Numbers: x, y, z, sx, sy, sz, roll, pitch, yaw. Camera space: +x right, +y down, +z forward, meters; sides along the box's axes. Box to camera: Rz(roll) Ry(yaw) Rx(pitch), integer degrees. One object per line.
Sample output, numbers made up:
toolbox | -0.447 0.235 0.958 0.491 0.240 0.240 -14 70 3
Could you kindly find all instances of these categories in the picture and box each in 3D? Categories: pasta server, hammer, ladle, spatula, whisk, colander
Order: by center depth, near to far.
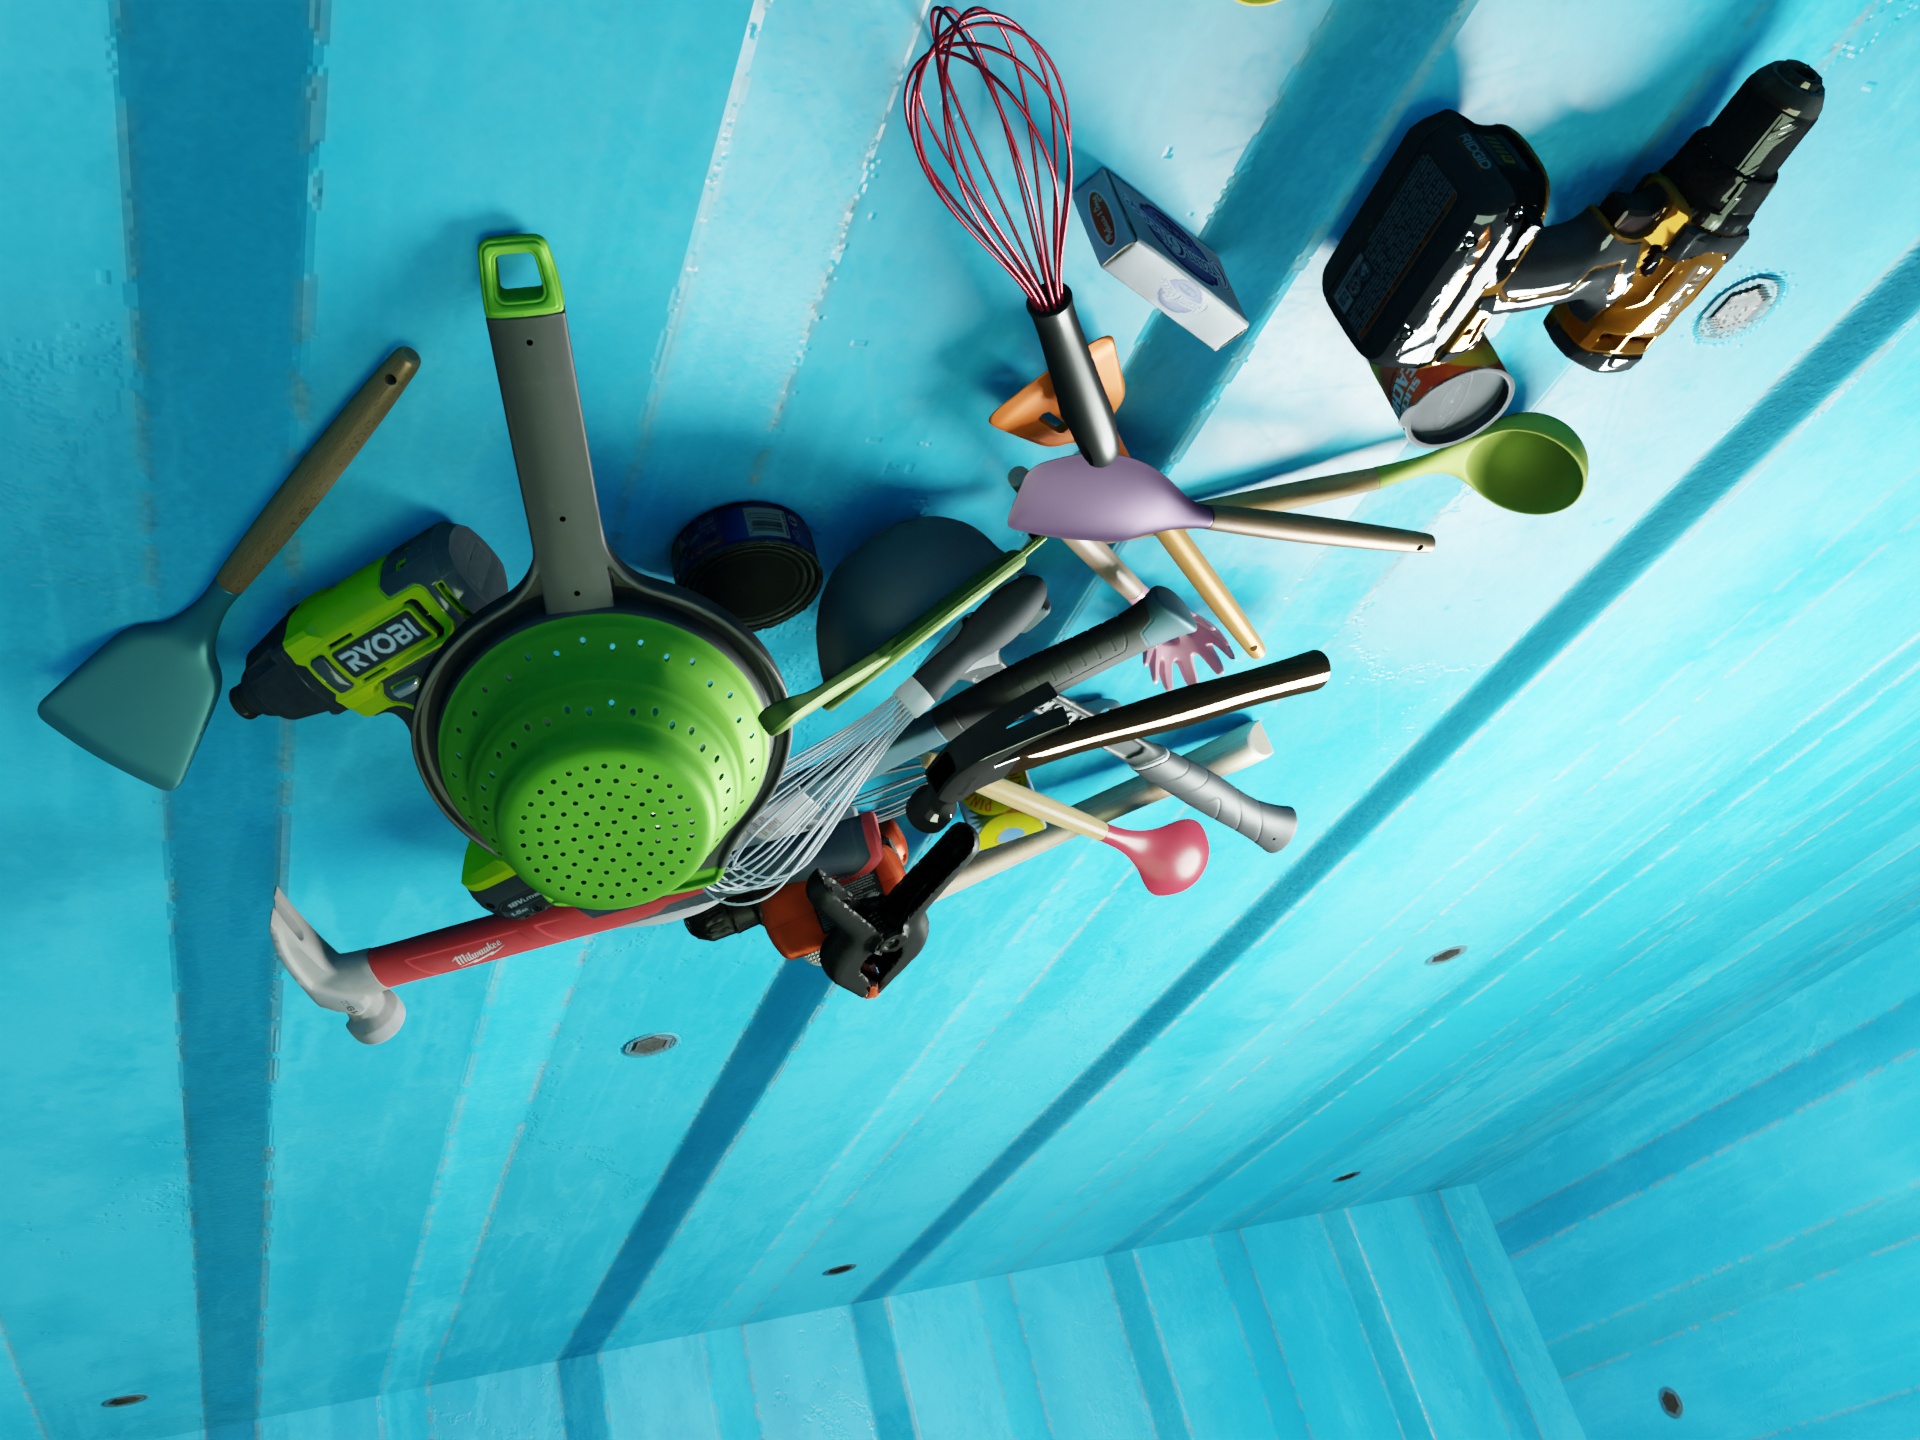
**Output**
whisk | 0.038 -0.216 0.764 0.073 0.073 0.295 -21 147 6
colander | -0.189 -0.035 0.796 0.204 0.095 0.396 -8 125 -8
spatula | -0.366 -0.079 0.817 0.082 0.044 0.317 38 122 -23
spatula | 0.171 -0.123 0.966 0.315 0.018 0.059 3 130 -29
spatula | 0.123 -0.120 0.975 0.081 0.041 0.322 -33 136 14
whisk | -0.053 0.007 0.984 0.284 0.070 0.070 -43 149 -6
ladle | 0.245 -0.141 1.021 0.320 0.062 0.078 -12 148 -4
pasta server | 0.104 -0.088 1.028 0.060 0.040 0.316 -28 153 17
hammer | -0.242 0.114 1.035 0.386 0.038 0.143 -15 136 1
hammer | -0.002 -0.003 1.048 0.331 0.033 0.128 -26 140 11
hammer | 0.125 -0.003 1.074 0.331 0.031 0.130 -15 157 -31
hammer | 0.124 0.025 1.179 0.149 0.036 0.408 -40 135 24
whisk | 0.010 0.025 1.188 0.239 0.055 0.055 -18 150 -8
ladle | 0.090 0.075 1.210 0.315 0.031 0.069 23 94 -38
hammer | 0.060 0.096 1.306 0.410 0.038 0.146 -24 180 0

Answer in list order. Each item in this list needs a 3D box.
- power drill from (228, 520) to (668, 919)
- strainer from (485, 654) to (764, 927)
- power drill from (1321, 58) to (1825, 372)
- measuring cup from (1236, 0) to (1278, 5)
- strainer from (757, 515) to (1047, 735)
power drill | -0.290 0.008 0.918 0.171 0.080 0.223 -27 125 15
strainer | -0.231 0.058 1.061 0.211 0.095 0.340 -18 151 1
power drill | 0.327 -0.266 0.837 0.226 0.084 0.185 -6 148 -26
measuring cup | 0.136 -0.367 0.631 0.062 0.029 0.156 -4 136 -21
strainer | -0.059 -0.059 0.900 0.151 0.069 0.256 -35 -178 30
